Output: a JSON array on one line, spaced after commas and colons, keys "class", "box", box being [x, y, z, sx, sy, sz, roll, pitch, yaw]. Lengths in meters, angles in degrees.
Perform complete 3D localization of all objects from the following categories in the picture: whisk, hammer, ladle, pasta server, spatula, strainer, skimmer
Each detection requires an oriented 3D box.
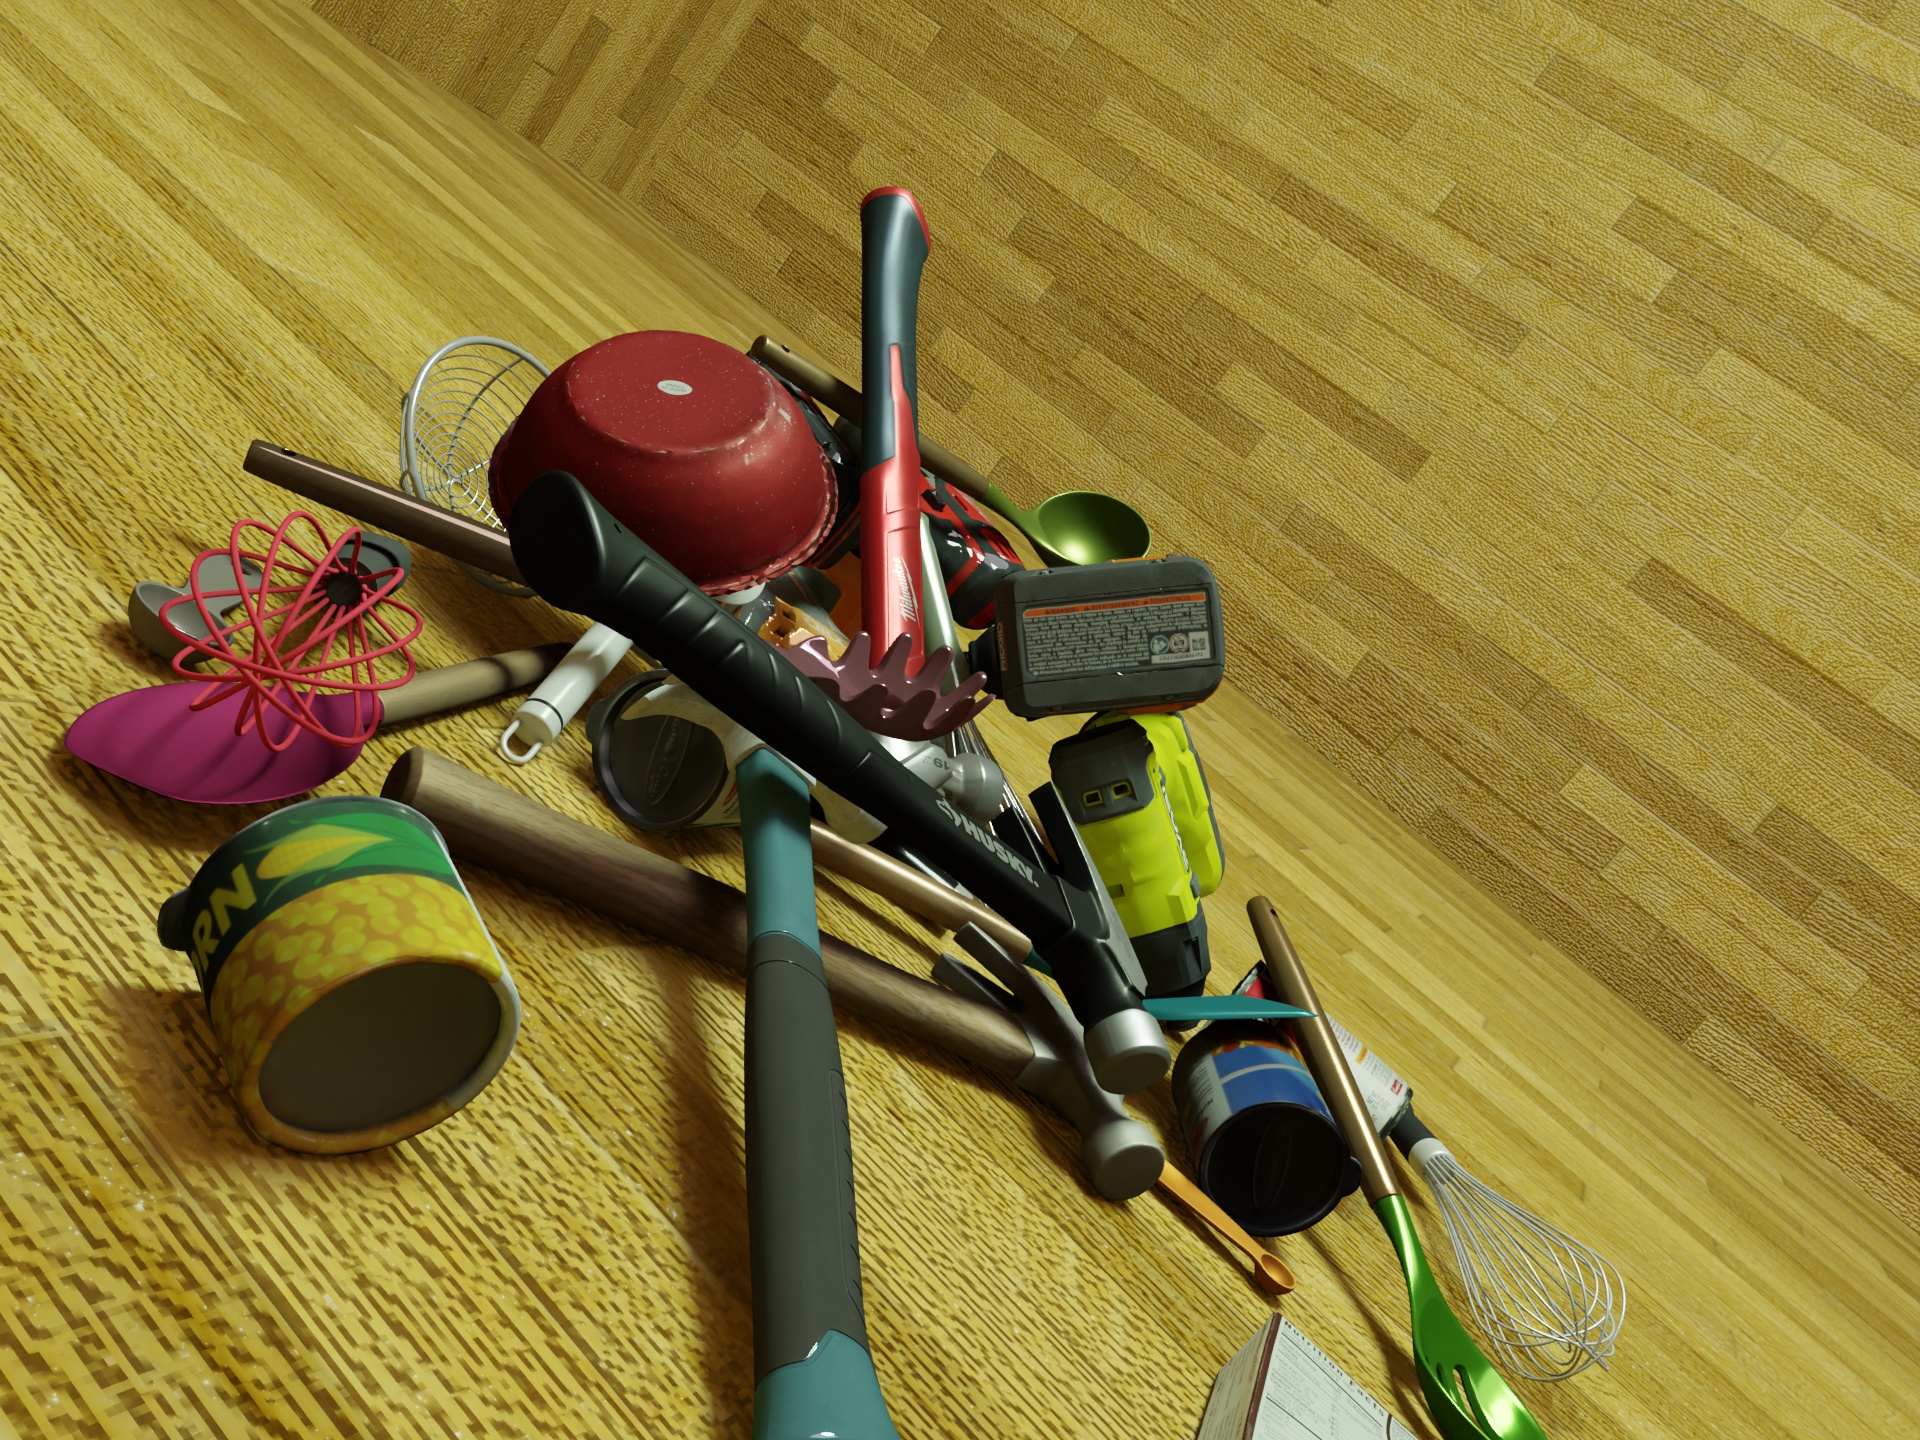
[{"class": "whisk", "box": [0.272, 0.257, 0.867, 0.070, 0.070, 0.285, 34, 8, -15]}, {"class": "hammer", "box": [-0.063, 0.088, 0.609, 0.331, 0.031, 0.130, 29, 15, -31]}, {"class": "hammer", "box": [-0.053, 0.086, 0.504, 0.128, 0.033, 0.331, 44, 18, -31]}, {"class": "ladle", "box": [0.004, -0.158, 0.953, 0.319, 0.062, 0.078, 26, 33, -44]}, {"class": "hammer", "box": [-0.033, 0.017, 0.589, 0.334, 0.035, 0.146, 41, 20, -40]}, {"class": "pasta server", "box": [-0.131, -0.054, 0.661, 0.316, 0.040, 0.060, 22, 21, -21]}, {"class": "spatula", "box": [0.013, 0.085, 0.744, 0.317, 0.044, 0.082, 28, -8, -9]}, {"class": "strainer", "box": [-0.138, -0.060, 0.724, 0.086, 0.050, 0.259, 52, 37, -20]}, {"class": "hammer", "box": [-0.048, -0.137, 0.829, 0.143, 0.038, 0.387, 21, 54, -37]}, {"class": "skimmer", "box": [-0.125, -0.040, 0.773, 0.363, 0.090, 0.127, 40, 34, 5]}, {"class": "whisk", "box": [-0.001, -0.003, 0.850, 0.057, 0.059, 0.246, 121, -43, -66]}, {"class": "whisk", "box": [-0.220, -0.045, 0.560, 0.073, 0.073, 0.296, 33, 2, -18]}]

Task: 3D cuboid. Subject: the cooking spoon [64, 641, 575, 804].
[{"class": "cooking spoon", "box": [-0.207, -0.007, 0.589, 0.069, 0.017, 0.319, 23, 11, 5]}]

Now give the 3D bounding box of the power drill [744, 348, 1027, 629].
[{"class": "power drill", "box": [-0.069, -0.149, 0.981, 0.188, 0.080, 0.226, 53, 20, 27]}]

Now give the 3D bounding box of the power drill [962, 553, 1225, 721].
[{"class": "power drill", "box": [0.068, -0.042, 0.930, 0.164, 0.084, 0.226, -6, -1, 2]}]

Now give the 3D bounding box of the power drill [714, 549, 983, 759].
[{"class": "power drill", "box": [-0.073, -0.045, 0.972, 0.185, 0.084, 0.226, 32, 17, -23]}]

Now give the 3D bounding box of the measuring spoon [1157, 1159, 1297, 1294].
[{"class": "measuring spoon", "box": [0.093, 0.204, 0.677, 0.117, 0.011, 0.021, 38, 15, 20]}]

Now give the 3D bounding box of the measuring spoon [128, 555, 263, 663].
[{"class": "measuring spoon", "box": [-0.270, -0.041, 0.567, 0.034, 0.018, 0.124, 36, 5, -19]}]

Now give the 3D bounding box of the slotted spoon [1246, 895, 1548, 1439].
[{"class": "slotted spoon", "box": [0.190, 0.203, 0.740, 0.070, 0.031, 0.314, 29, 29, -35]}]

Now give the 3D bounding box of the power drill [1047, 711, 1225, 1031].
[{"class": "power drill", "box": [0.110, 0.075, 0.948, 0.223, 0.080, 0.171, -44, 116, -77]}]
